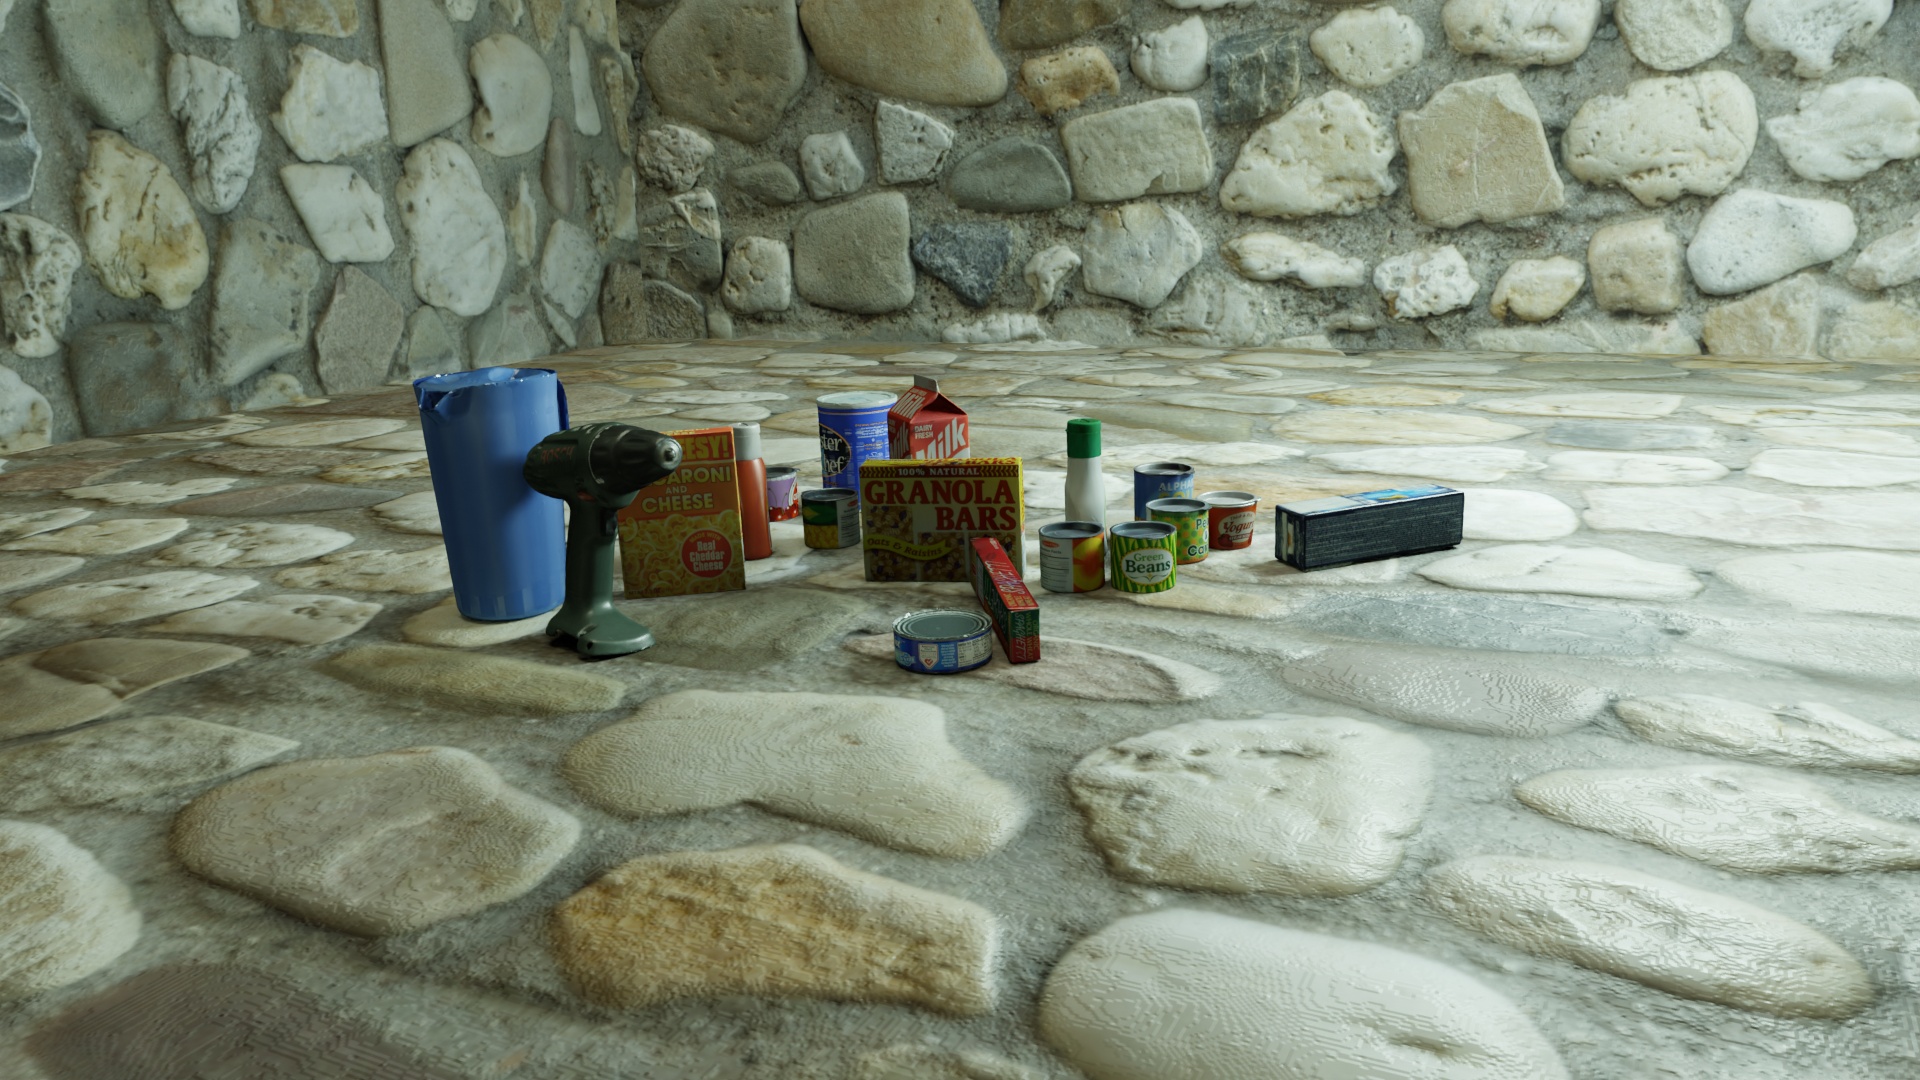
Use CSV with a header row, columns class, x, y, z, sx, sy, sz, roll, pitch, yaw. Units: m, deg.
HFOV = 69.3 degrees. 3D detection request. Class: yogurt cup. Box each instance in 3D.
class,x,y,z,sx,sy,sz,roll,pitch,yaw
yogurt cup,0.291,-0.022,1.519,0.072,0.053,0.072,-2,14,1

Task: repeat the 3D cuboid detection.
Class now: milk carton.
class,x,y,z,sx,sy,sz,roll,pitch,yaw
milk carton,-0.035,-0.090,1.566,0.073,0.190,0.072,-8,15,-23

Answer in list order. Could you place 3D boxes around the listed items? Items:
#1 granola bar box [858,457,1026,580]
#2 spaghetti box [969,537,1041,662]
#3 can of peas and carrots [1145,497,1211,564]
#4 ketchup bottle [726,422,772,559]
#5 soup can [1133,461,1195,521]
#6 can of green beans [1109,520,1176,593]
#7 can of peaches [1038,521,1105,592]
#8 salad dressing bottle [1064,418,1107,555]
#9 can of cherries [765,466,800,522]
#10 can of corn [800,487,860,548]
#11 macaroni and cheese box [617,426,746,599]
class,x,y,z,sx,sy,sz,roll,pitch,yaw
granola bar box,-0.017,-0.022,1.429,0.165,0.124,0.039,0,14,10
spaghetti box,0.038,0.051,1.287,0.029,0.050,0.250,-4,15,-7
can of peas and carrots,0.232,-0.011,1.474,0.071,0.058,0.071,-2,14,1
ketchup bottle,-0.238,-0.056,1.551,0.043,0.148,0.065,-7,15,-18
soup can,0.227,-0.039,1.538,0.071,0.083,0.071,-2,14,1
can of green beans,0.182,0.016,1.382,0.071,0.057,0.071,-2,14,1
can of peaches,0.114,0.016,1.393,0.071,0.058,0.071,-2,14,1
salad dressing bottle,0.134,-0.056,1.489,0.044,0.147,0.064,-4,14,-7
can of cherries,-0.234,-0.058,1.740,0.071,0.058,0.071,-2,14,1
can of corn,-0.151,-0.026,1.601,0.071,0.058,0.071,-2,14,1
macaroni and cheese box,-0.288,-0.029,1.419,0.124,0.166,0.040,-5,14,-9
